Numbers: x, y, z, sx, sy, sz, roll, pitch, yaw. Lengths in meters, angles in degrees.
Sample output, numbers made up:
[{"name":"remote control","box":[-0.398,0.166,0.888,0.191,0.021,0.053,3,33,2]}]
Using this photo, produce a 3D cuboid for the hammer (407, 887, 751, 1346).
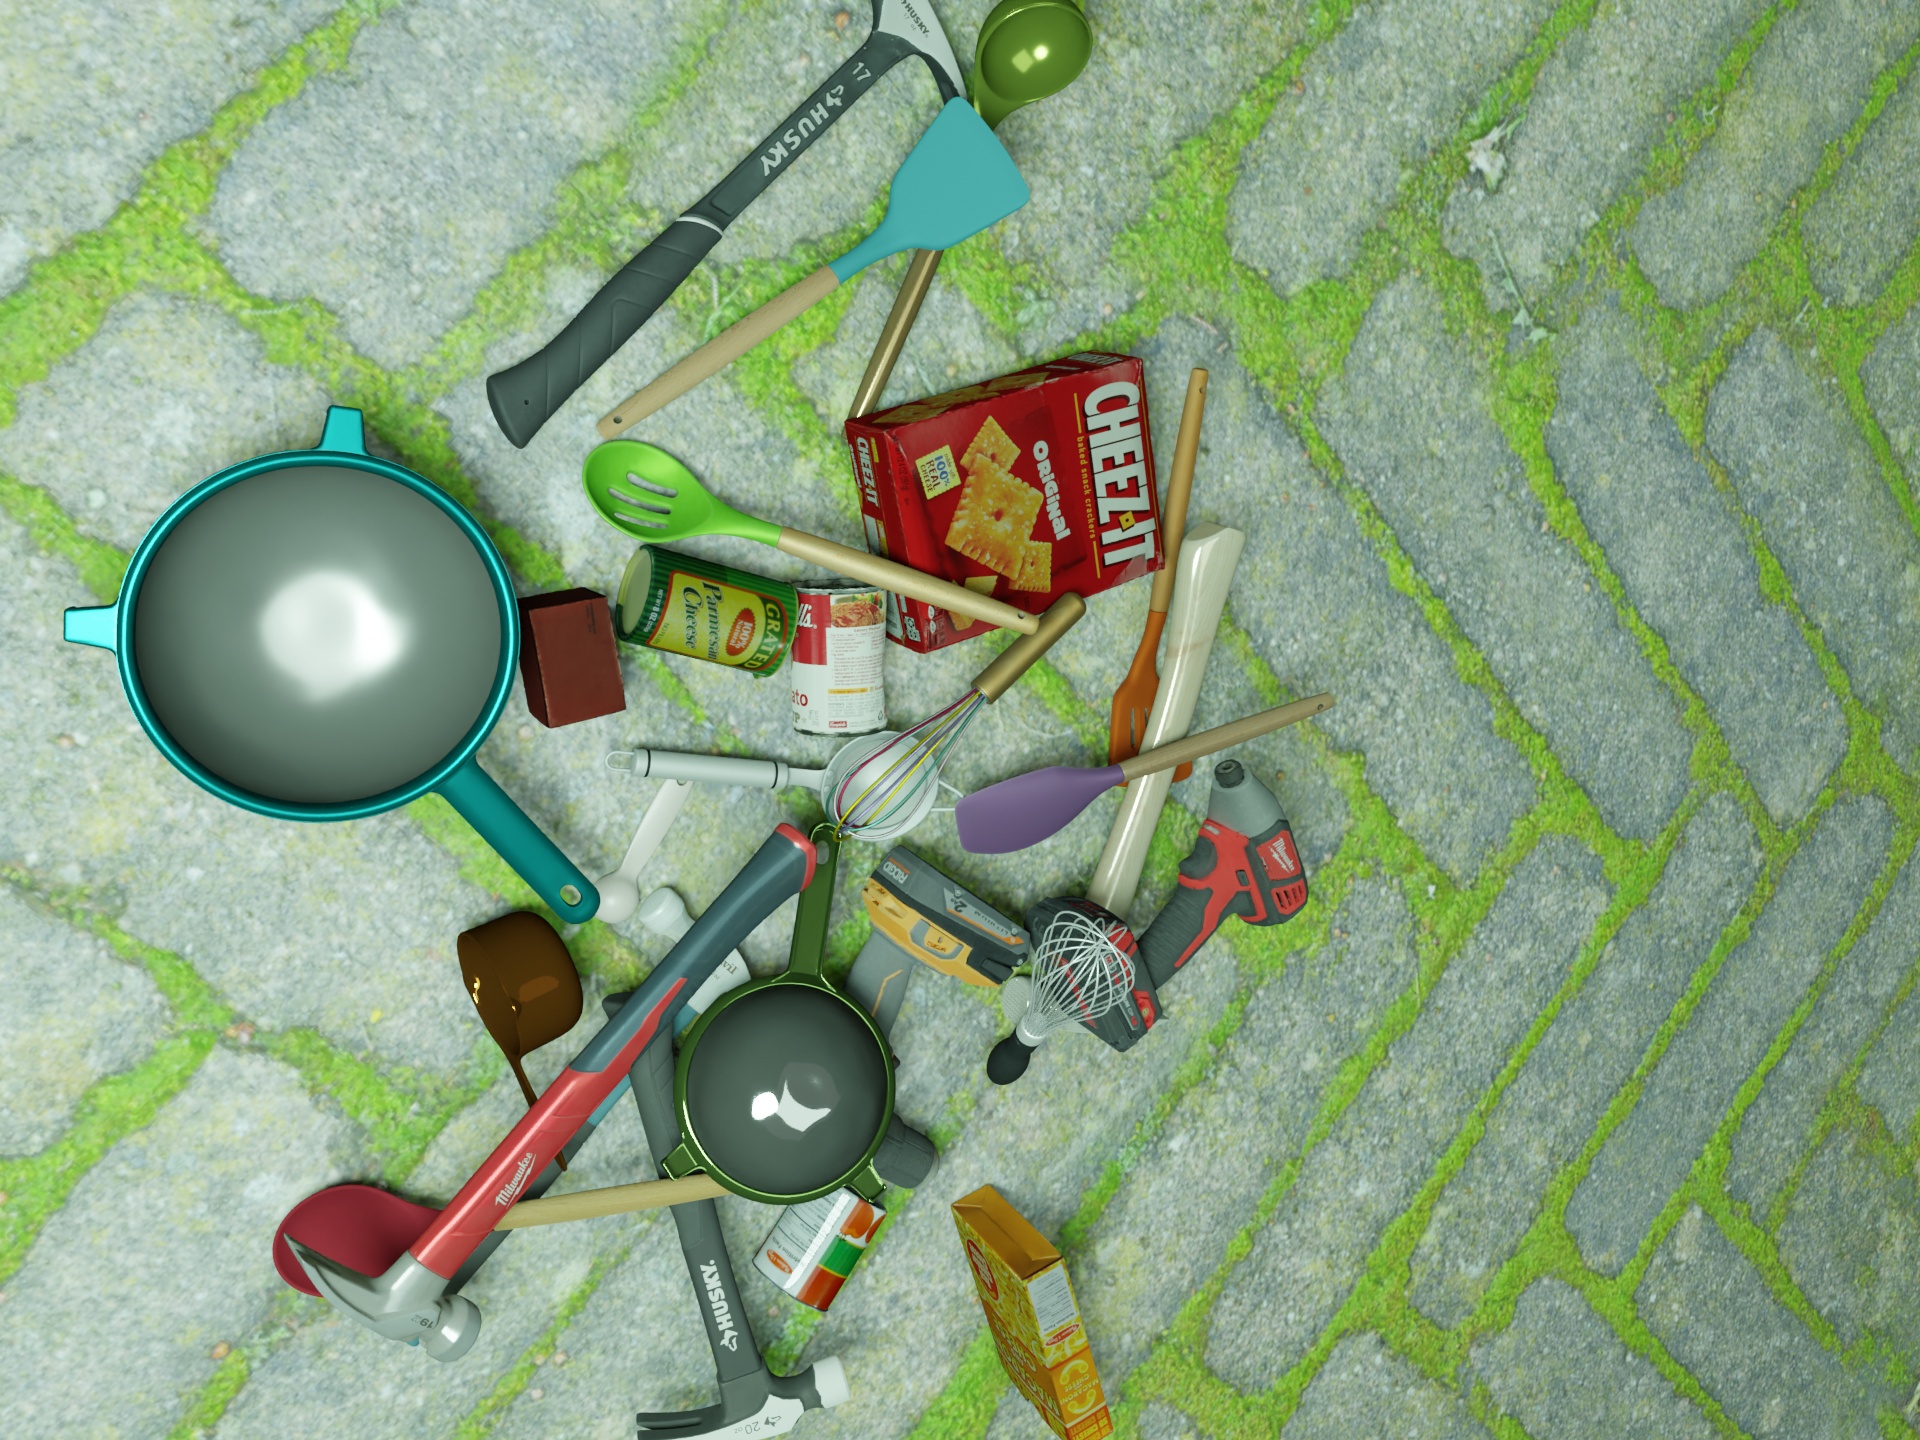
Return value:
[{"name":"hammer","box":[-0.267,0.276,1.076,0.331,0.033,0.128,-49,116,-12]}]

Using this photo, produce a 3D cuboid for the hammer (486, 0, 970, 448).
[{"name":"hammer","box":[-0.152,-0.328,1.028,0.409,0.036,0.149,-49,118,-12]}]

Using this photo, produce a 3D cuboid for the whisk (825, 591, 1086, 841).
[{"name":"whisk","box":[-0.002,-0.003,1.107,0.245,0.051,0.047,-44,134,-13]}]

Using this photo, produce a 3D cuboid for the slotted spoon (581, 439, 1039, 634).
[{"name":"slotted spoon","box":[-0.095,-0.110,1.046,0.313,0.031,0.070,18,62,-10]}]

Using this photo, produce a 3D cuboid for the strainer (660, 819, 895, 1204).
[{"name":"strainer","box":[-0.100,0.188,1.048,0.151,0.069,0.256,12,74,-16]}]

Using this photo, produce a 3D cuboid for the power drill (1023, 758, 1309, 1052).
[{"name":"power drill","box":[0.163,0.134,1.203,0.219,0.079,0.143,-34,121,-19]}]

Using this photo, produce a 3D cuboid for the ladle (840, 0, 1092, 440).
[{"name":"ladle","box":[-0.005,-0.333,1.069,0.078,0.062,0.320,15,103,-44]}]

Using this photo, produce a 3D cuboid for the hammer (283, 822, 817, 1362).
[{"name":"hammer","box":[-0.233,0.208,0.986,0.386,0.038,0.143,-50,133,-15]}]

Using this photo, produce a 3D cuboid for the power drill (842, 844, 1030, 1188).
[{"name":"power drill","box":[-0.043,0.228,1.165,0.185,0.084,0.226,37,85,-29]}]

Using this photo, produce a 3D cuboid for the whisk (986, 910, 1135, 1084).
[{"name":"whisk","box":[0.060,0.208,1.134,0.070,0.284,0.070,7,59,-11]}]

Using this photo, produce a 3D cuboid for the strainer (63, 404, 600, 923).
[{"name":"strainer","box":[-0.337,-0.008,0.952,0.211,0.095,0.340,-43,118,-12]}]

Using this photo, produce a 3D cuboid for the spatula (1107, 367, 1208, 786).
[{"name":"spatula","box":[0.161,-0.105,1.217,0.081,0.041,0.322,-4,113,-28]}]

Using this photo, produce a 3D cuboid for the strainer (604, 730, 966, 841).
[{"name":"strainer","box":[-0.120,0.037,1.105,0.258,0.050,0.087,7,110,-27]}]

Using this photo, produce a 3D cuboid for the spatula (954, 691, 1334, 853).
[{"name":"spatula","box":[0.142,0.033,1.187,0.316,0.018,0.059,-19,116,-16]}]

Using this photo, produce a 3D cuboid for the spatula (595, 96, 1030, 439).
[{"name":"spatula","box":[-0.104,-0.278,1.028,0.317,0.044,0.082,-36,94,-6]}]

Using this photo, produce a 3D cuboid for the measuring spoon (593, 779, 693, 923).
[{"name":"measuring spoon","box":[-0.211,0.082,1.079,0.034,0.018,0.124,32,83,-29]}]

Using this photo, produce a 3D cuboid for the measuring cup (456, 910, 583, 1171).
[{"name":"measuring cup","box":[-0.267,0.205,1.026,0.052,0.095,0.173,-26,106,-32]}]

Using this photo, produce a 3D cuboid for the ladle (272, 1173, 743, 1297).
[{"name":"ladle","box":[-0.276,0.317,1.030,0.315,0.031,0.069,-6,87,-10]}]

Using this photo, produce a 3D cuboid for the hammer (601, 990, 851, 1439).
[{"name":"hammer","box":[-0.185,0.340,1.080,0.146,0.035,0.334,-16,102,-10]}]

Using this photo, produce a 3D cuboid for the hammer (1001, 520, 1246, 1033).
[{"name":"hammer","box":[0.153,0.050,1.233,0.146,0.038,0.410,10,102,-31]}]
